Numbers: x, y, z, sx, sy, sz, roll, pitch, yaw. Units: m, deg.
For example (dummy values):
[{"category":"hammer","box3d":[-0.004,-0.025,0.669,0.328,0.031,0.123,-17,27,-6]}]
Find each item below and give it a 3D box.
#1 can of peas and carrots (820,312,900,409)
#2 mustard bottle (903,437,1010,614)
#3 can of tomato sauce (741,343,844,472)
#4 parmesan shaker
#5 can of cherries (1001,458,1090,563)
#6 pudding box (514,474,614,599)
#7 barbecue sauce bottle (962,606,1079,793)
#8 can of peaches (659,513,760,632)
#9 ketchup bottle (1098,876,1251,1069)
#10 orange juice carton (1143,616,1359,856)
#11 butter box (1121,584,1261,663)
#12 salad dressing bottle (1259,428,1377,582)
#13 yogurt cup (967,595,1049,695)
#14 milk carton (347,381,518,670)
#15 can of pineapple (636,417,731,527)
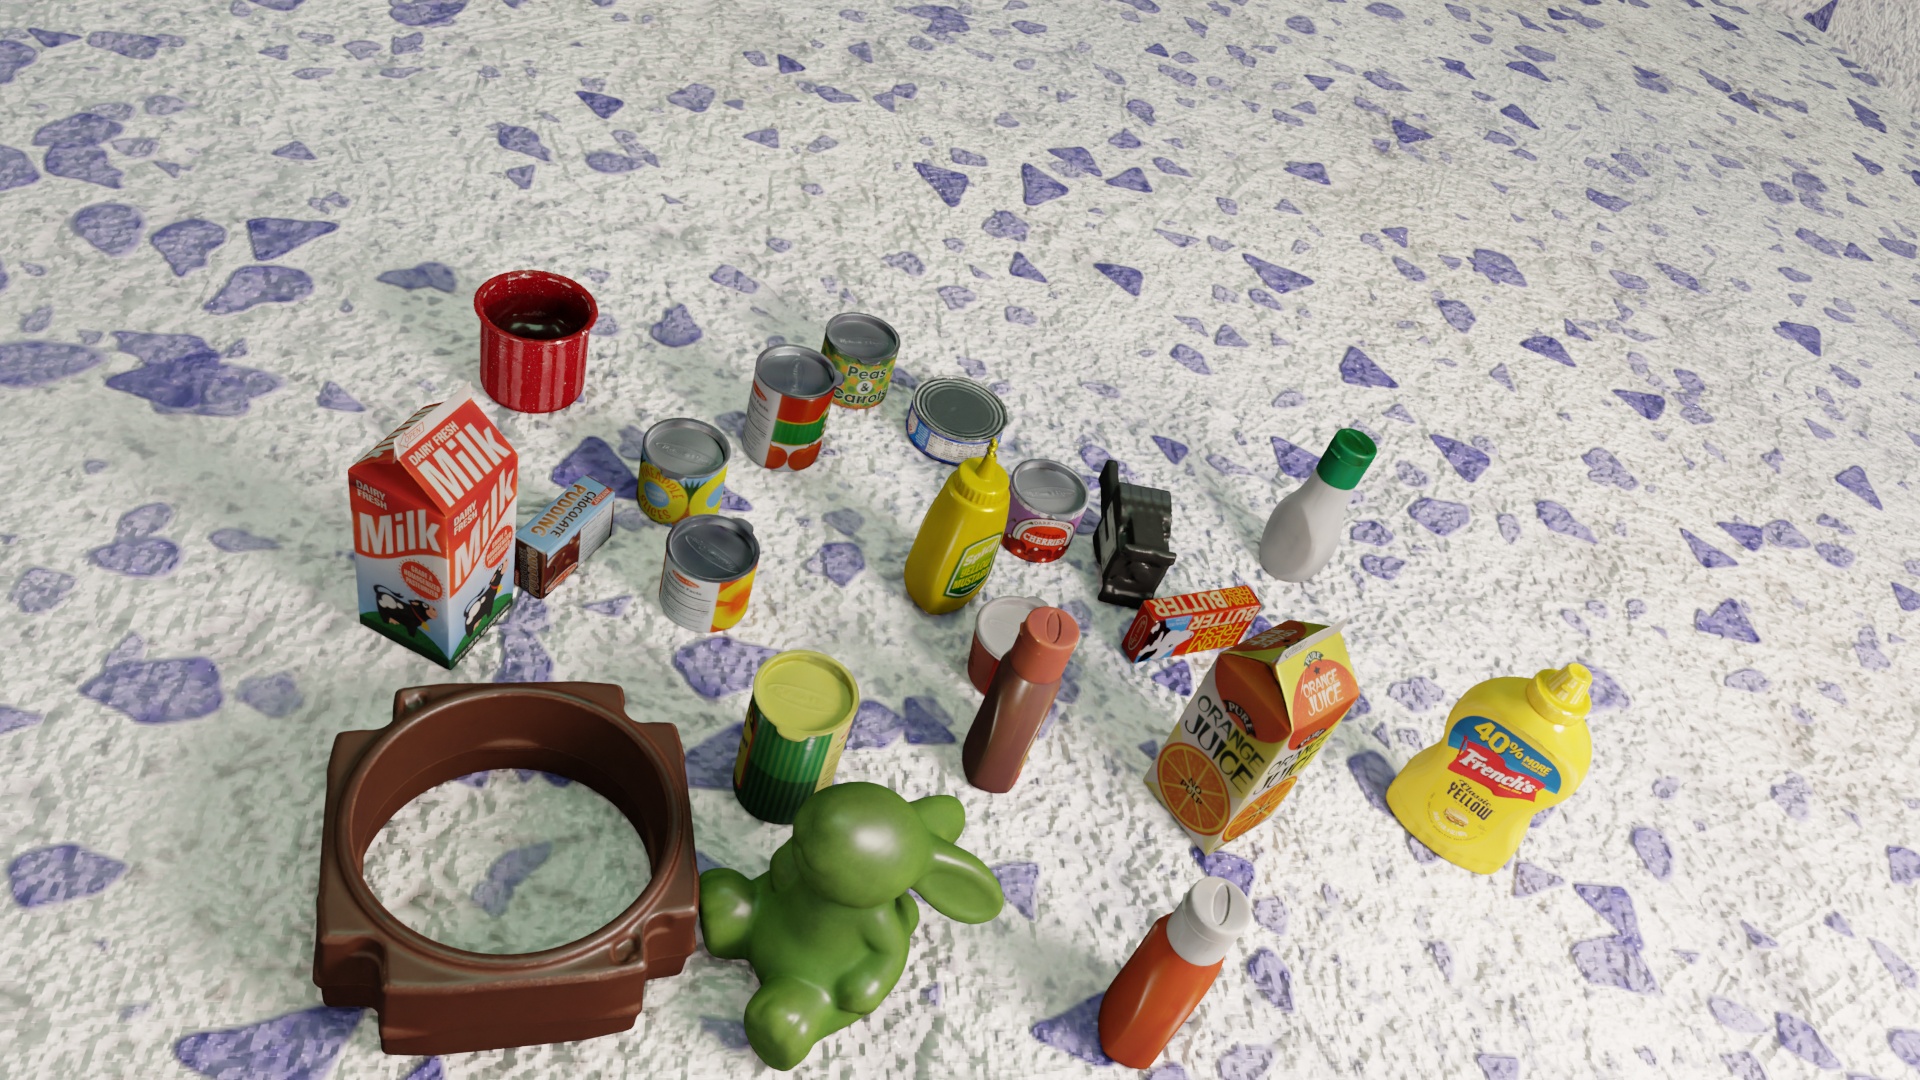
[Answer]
[{"category":"can of peas and carrots","box3d":[-0.090,-0.155,1.212,0.071,0.058,0.071,10,44,-10]},{"category":"mustard bottle","box3d":[0.004,-0.013,1.029,0.065,0.159,0.049,-24,58,-37]},{"category":"can of tomato sauce","box3d":[-0.138,-0.107,1.128,0.071,0.082,0.071,10,44,-10]},{"category":"parmesan shaker","box3d":[-0.108,0.129,0.887,0.071,0.102,0.072,11,44,-10]},{"category":"can of cherries","box3d":[0.066,-0.022,1.136,0.071,0.058,0.072,10,44,-10]},{"category":"pudding box","box3d":[-0.284,-0.003,0.995,0.030,0.049,0.084,28,44,8]},{"category":"barbecue sauce bottle","box3d":[0.040,0.105,0.933,0.044,0.147,0.065,15,43,-5]},{"category":"can of peaches","box3d":[-0.180,0.023,1.000,0.071,0.057,0.071,10,44,-10]},{"category":"ketchup bottle","box3d":[0.125,0.251,0.816,0.043,0.148,0.065,21,43,1]},{"category":"orange juice carton","box3d":[0.202,0.123,0.941,0.072,0.191,0.073,-19,56,-34]},{"category":"butter box","box3d":[0.182,0.066,1.094,0.104,0.052,0.024,-7,49,-26]},{"category":"salad dressing bottle","box3d":[0.300,-0.028,1.163,0.044,0.146,0.064,-9,50,-28]},{"category":"yogurt cup","box3d":[0.038,0.083,1.023,0.072,0.053,0.073,10,44,-10]},{"category":"milk carton","box3d":[-0.334,-0.013,0.883,0.073,0.189,0.073,26,43,6]},{"category":"can of pineapple","box3d":[-0.214,-0.050,1.062,0.071,0.057,0.071,10,44,-10]}]
